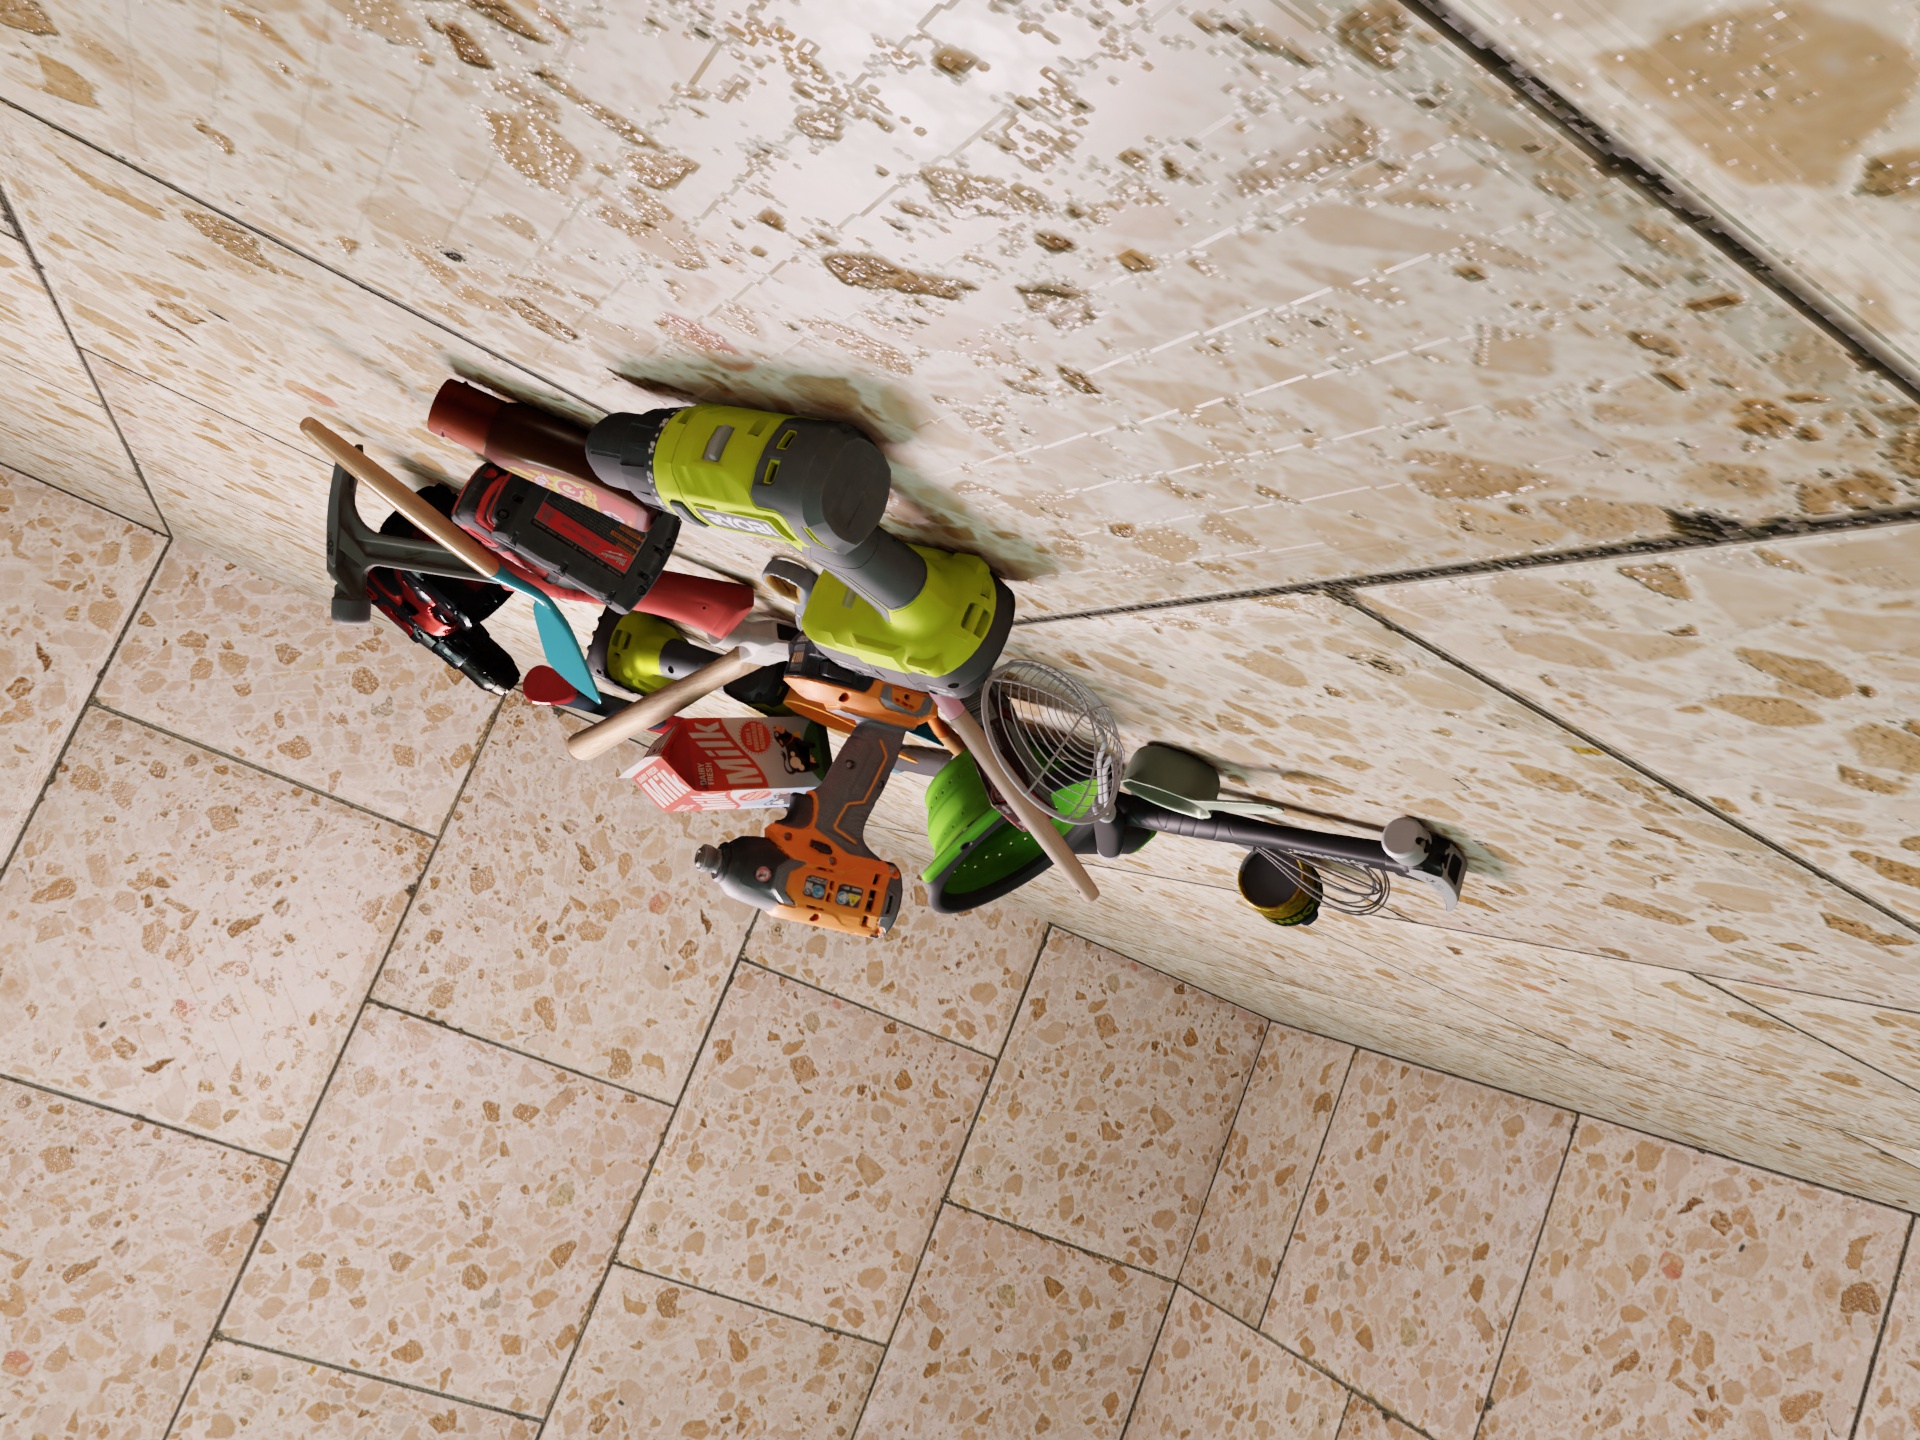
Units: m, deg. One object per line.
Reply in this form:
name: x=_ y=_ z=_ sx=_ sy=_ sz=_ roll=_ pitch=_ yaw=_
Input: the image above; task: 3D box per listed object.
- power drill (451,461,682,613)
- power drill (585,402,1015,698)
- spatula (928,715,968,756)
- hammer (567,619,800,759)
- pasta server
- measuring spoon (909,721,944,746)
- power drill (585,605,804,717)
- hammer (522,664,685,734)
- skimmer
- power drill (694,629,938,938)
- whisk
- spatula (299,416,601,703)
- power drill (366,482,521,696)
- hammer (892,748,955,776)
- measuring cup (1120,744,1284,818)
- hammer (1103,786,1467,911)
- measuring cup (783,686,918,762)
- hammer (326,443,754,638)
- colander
power drill: x=-0.285 y=-0.135 z=1.154 sx=0.143 sy=0.078 sz=0.220 roll=32 pitch=171 yaw=-23
power drill: x=-0.087 y=-0.102 z=0.896 sx=0.191 sy=0.080 sz=0.228 roll=15 pitch=166 yaw=36
spatula: x=-0.012 y=0.027 z=1.472 sx=0.081 sy=0.041 sz=0.322 roll=43 pitch=178 yaw=41
hammer: x=-0.255 y=-0.023 z=1.445 sx=0.130 sy=0.031 sz=0.331 roll=11 pitch=155 yaw=-43
pasta server: x=0.007 y=0.020 z=1.152 sx=0.316 sy=0.040 sz=0.060 roll=53 pitch=169 yaw=-20
measuring spoon: x=-0.041 y=0.005 z=1.597 sx=0.042 sy=0.021 sz=0.129 roll=24 pitch=180 yaw=-14
power drill: x=-0.244 y=-0.045 z=1.585 sx=0.223 sy=0.080 sz=0.171 roll=15 pitch=171 yaw=24
hammer: x=-0.327 y=-0.002 z=1.651 sx=0.143 sy=0.038 sz=0.386 roll=13 pitch=175 yaw=27
skimmer: x=0.081 y=0.059 z=1.228 sx=0.090 sy=0.127 sz=0.363 roll=-19 pitch=158 yaw=0
power drill: x=-0.108 y=0.045 z=1.236 sx=0.164 sy=0.226 sz=0.084 roll=16 pitch=175 yaw=-25
whisk: x=0.254 y=0.105 z=1.373 sx=0.239 sy=0.055 sz=0.055 roll=23 pitch=172 yaw=21
spatula: x=-0.369 y=-0.116 z=1.173 sx=0.082 sy=0.044 sz=0.317 roll=32 pitch=171 yaw=40
power drill: x=-0.466 y=-0.109 z=1.459 sx=0.187 sy=0.080 sz=0.227 roll=45 pitch=154 yaw=-13
hammer: x=-0.006 y=0.051 z=1.706 sx=0.128 sy=0.033 sz=0.331 roll=26 pitch=170 yaw=-27
measuring cup: x=0.193 y=0.048 z=1.221 sx=0.083 sy=0.038 sz=0.168 roll=28 pitch=167 yaw=-30
hammer: x=0.248 y=0.094 z=1.295 sx=0.335 sy=0.035 sz=0.146 roll=8 pitch=164 yaw=42
measuring cup: x=-0.089 y=-0.009 z=1.505 sx=0.095 sy=0.052 sz=0.173 roll=13 pitch=169 yaw=43
hammer: x=-0.344 y=-0.129 z=1.293 sx=0.359 sy=0.149 sz=0.037 roll=9 pitch=-169 yaw=8
colander: x=0.077 y=0.082 z=1.500 sx=0.095 sy=0.204 sz=0.396 roll=54 pitch=-158 yaw=22
